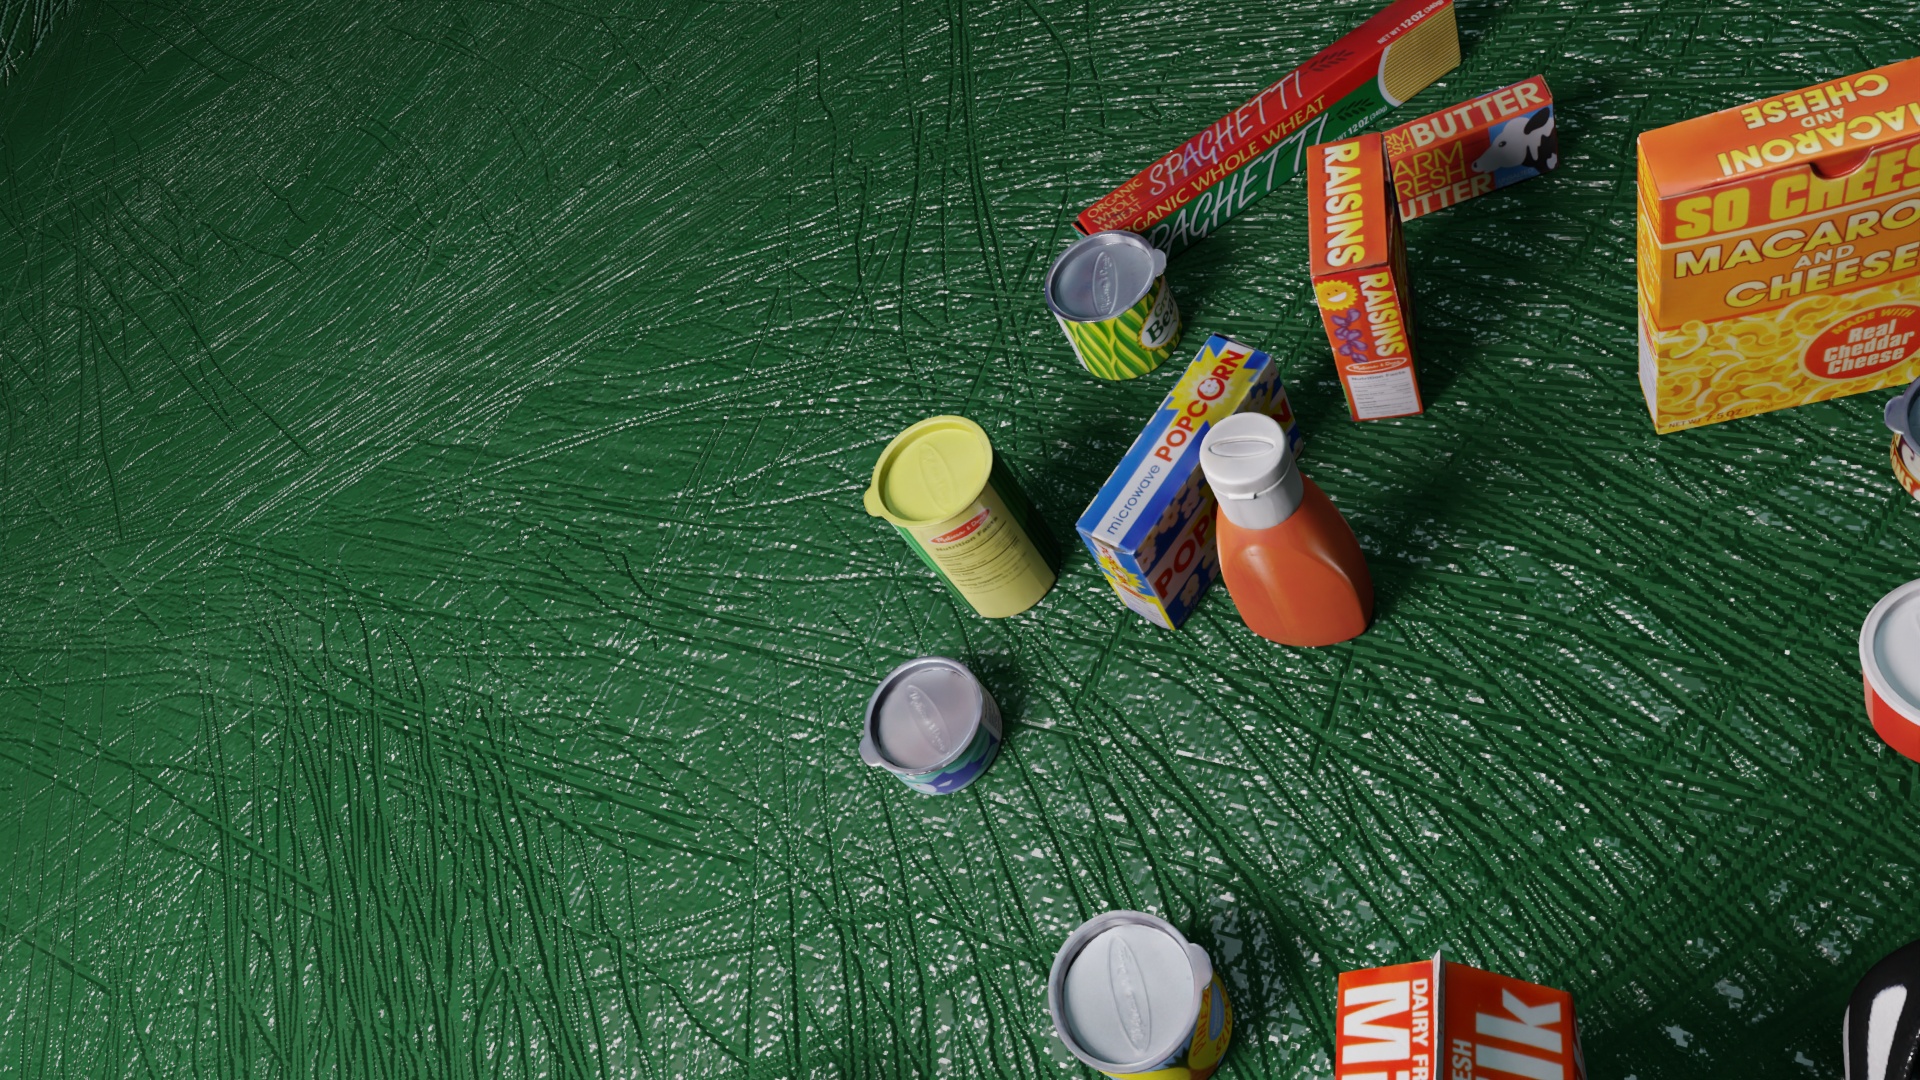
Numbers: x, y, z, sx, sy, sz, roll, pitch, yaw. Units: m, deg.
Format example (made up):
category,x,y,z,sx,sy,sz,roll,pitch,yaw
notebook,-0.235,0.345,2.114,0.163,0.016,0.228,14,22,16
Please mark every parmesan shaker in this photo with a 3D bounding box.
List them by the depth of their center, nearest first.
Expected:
category,x,y,z,sx,sy,sz,roll,pitch,yaw
parmesan shaker,0.003,-0.009,0.733,0.071,0.102,0.071,-13,56,19

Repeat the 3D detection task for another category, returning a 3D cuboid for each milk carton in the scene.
category,x,y,z,sx,sy,sz,roll,pitch,yaw
milk carton,0.170,0.196,0.464,0.073,0.190,0.072,-4,59,25

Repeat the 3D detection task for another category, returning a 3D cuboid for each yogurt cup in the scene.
category,x,y,z,sx,sy,sz,roll,pitch,yaw
yogurt cup,0.385,0.054,0.537,0.072,0.053,0.073,-12,56,19

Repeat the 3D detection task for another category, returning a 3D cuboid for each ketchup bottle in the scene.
category,x,y,z,sx,sy,sz,roll,pitch,yaw
ketchup bottle,0.144,-0.002,0.629,0.064,0.148,0.044,-1,60,26

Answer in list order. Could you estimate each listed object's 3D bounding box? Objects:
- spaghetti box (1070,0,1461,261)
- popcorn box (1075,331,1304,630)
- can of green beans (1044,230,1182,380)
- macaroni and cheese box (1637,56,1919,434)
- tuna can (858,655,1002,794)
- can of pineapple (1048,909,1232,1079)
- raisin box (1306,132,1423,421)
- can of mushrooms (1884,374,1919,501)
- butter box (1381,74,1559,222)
category,x,y,z,sx,sy,sz,roll,pitch,yaw
spaghetti box,0.182,-0.237,0.823,0.250,0.050,0.029,-34,51,3
popcorn box,0.118,-0.028,0.700,0.038,0.085,0.127,27,75,36
can of green beans,0.089,-0.134,0.799,0.071,0.057,0.071,-13,56,19
macaroni and cheese box,0.357,-0.118,0.588,0.123,0.166,0.040,-13,56,19
tuna can,-0.016,0.097,0.719,0.071,0.032,0.071,-12,56,19
can of pineapple,0.079,0.198,0.592,0.071,0.057,0.071,-13,56,19
raisin box,0.204,-0.129,0.697,0.040,0.123,0.086,-6,58,23
can of mushrooms,0.432,-0.044,0.589,0.071,0.033,0.071,-12,56,19
butter box,0.271,-0.211,0.762,0.103,0.053,0.024,-17,54,16
